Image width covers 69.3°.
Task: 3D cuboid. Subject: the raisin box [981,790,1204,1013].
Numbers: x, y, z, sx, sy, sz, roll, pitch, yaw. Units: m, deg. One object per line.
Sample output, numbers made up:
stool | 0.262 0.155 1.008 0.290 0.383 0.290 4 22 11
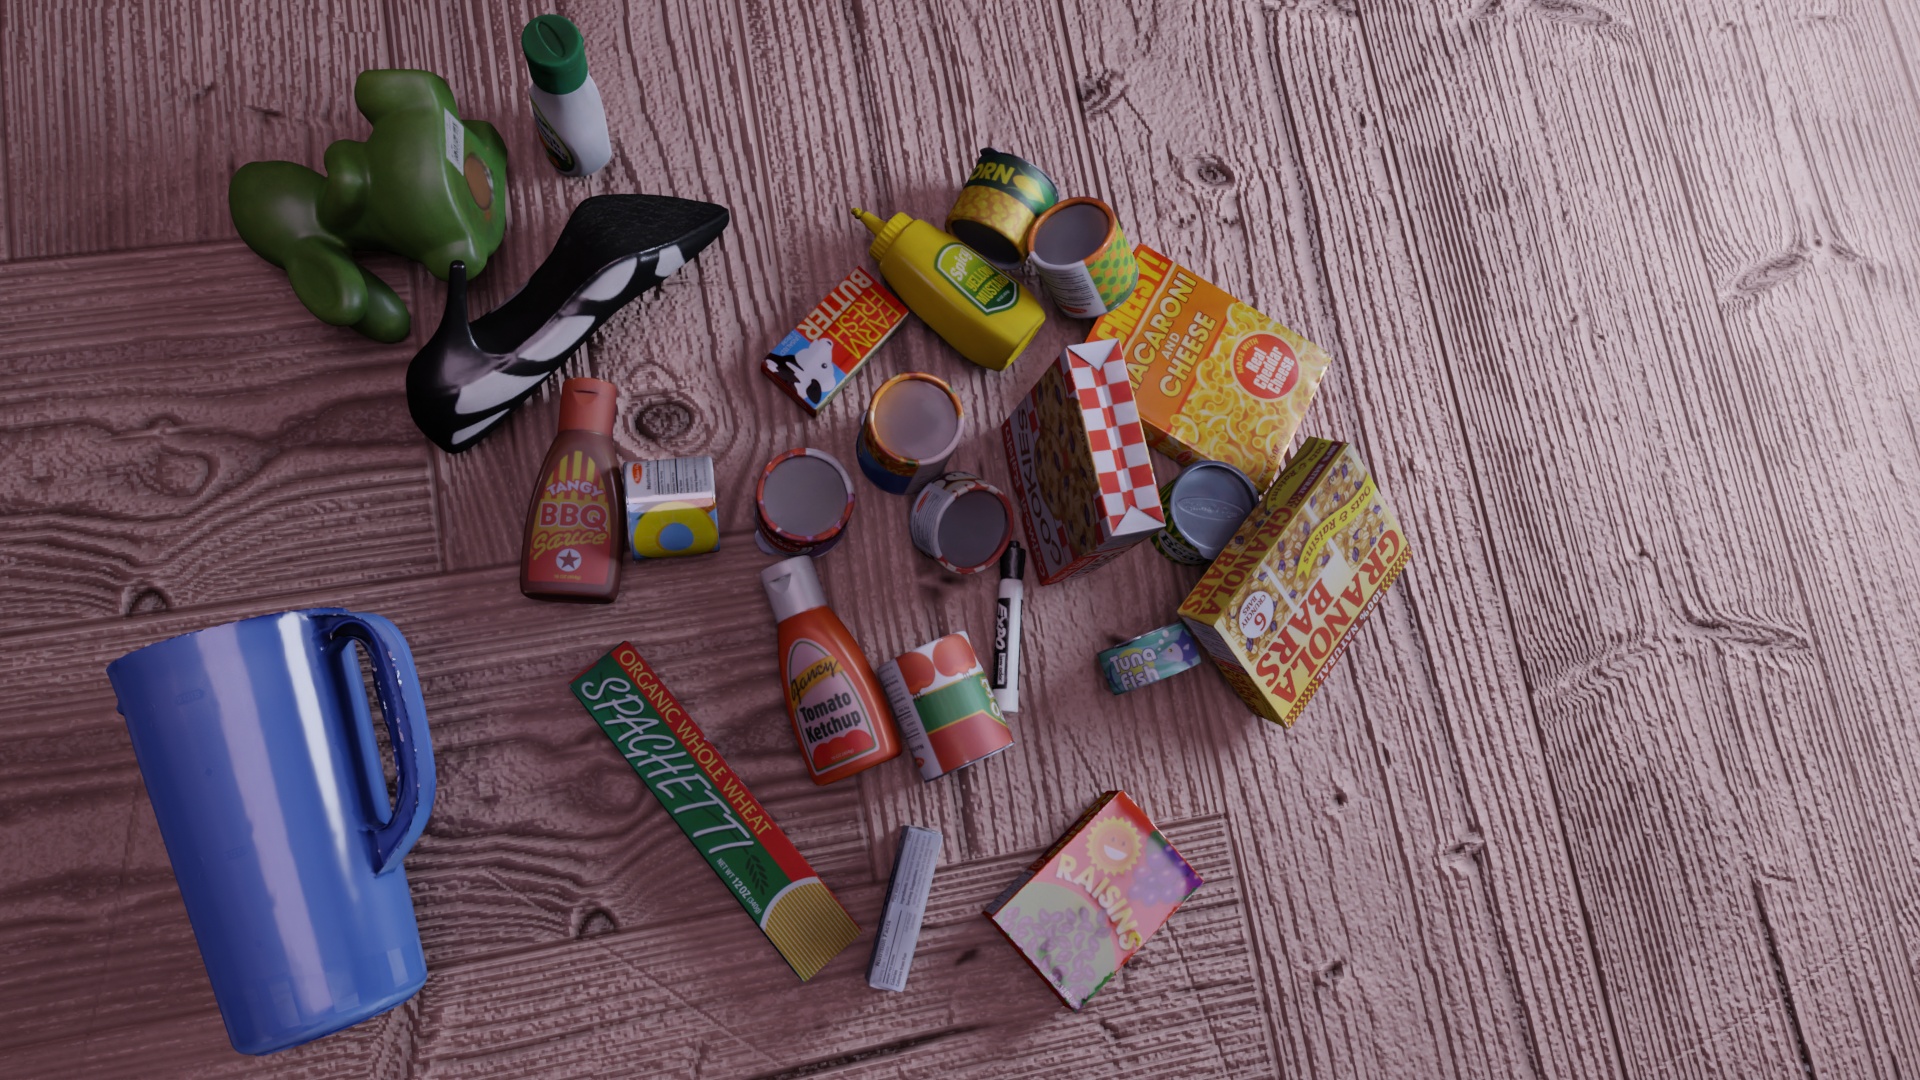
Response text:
raisin box | 0.089 0.239 0.931 0.124 0.040 0.086 -42 87 -14

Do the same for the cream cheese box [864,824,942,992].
cream cheese box | -0.037 0.237 0.902 0.024 0.053 0.104 15 76 -4

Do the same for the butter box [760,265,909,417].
butter box | -0.089 -0.142 0.990 0.053 0.024 0.104 41 75 0

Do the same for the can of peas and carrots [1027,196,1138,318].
can of peas and carrots | 0.088 -0.204 0.990 0.071 0.058 0.071 -11 58 19

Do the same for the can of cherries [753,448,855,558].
can of cherries | -0.108 -0.022 0.943 0.071 0.058 0.071 2 78 -9

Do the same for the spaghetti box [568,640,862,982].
spaghetti box | -0.161 0.175 0.907 0.050 0.028 0.250 -39 87 -16

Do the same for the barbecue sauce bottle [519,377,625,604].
barbecue sauce bottle | -0.255 -0.033 0.929 0.065 0.043 0.149 4 77 -8

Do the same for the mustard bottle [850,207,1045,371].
mustard bottle | -0.016 -0.189 0.995 0.160 0.048 0.066 38 49 1

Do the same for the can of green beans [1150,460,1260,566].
can of green beans | 0.172 -0.018 0.990 0.071 0.057 0.071 2 78 -9

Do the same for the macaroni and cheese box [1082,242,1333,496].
macaroni and cheese box | 0.172 -0.123 1.022 0.166 0.040 0.124 30 74 -3

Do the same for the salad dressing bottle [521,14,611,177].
salad dressing bottle | -0.265 -0.296 0.930 0.044 0.147 0.064 -33 85 -14

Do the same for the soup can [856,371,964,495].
soup can | -0.037 -0.074 0.954 0.071 0.083 0.071 2 78 -9

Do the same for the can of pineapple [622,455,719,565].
can of pineapple | -0.192 -0.020 0.927 0.058 0.071 0.071 -5 79 -11

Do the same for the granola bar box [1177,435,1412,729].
granola bar box | 0.237 0.029 0.970 0.166 0.039 0.124 -51 125 -15

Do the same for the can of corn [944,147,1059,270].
can of corn | 0.028 -0.240 1.008 0.071 0.071 0.058 28 76 -3

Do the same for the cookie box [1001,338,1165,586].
cookie box | 0.076 -0.046 0.924 0.040 0.167 0.123 -10 80 -14

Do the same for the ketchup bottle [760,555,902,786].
ketchup bottle | -0.092 0.085 0.928 0.064 0.043 0.149 -24 81 15

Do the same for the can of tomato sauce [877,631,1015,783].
can of tomato sauce | -0.008 0.110 0.928 0.071 0.071 0.083 -22 82 -13

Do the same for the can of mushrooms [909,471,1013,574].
can of mushrooms | 0.003 -0.012 0.958 0.071 0.033 0.070 -11 113 -28

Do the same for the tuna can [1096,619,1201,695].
tuna can | 0.129 0.081 0.955 0.071 0.071 0.033 -19 83 -13
